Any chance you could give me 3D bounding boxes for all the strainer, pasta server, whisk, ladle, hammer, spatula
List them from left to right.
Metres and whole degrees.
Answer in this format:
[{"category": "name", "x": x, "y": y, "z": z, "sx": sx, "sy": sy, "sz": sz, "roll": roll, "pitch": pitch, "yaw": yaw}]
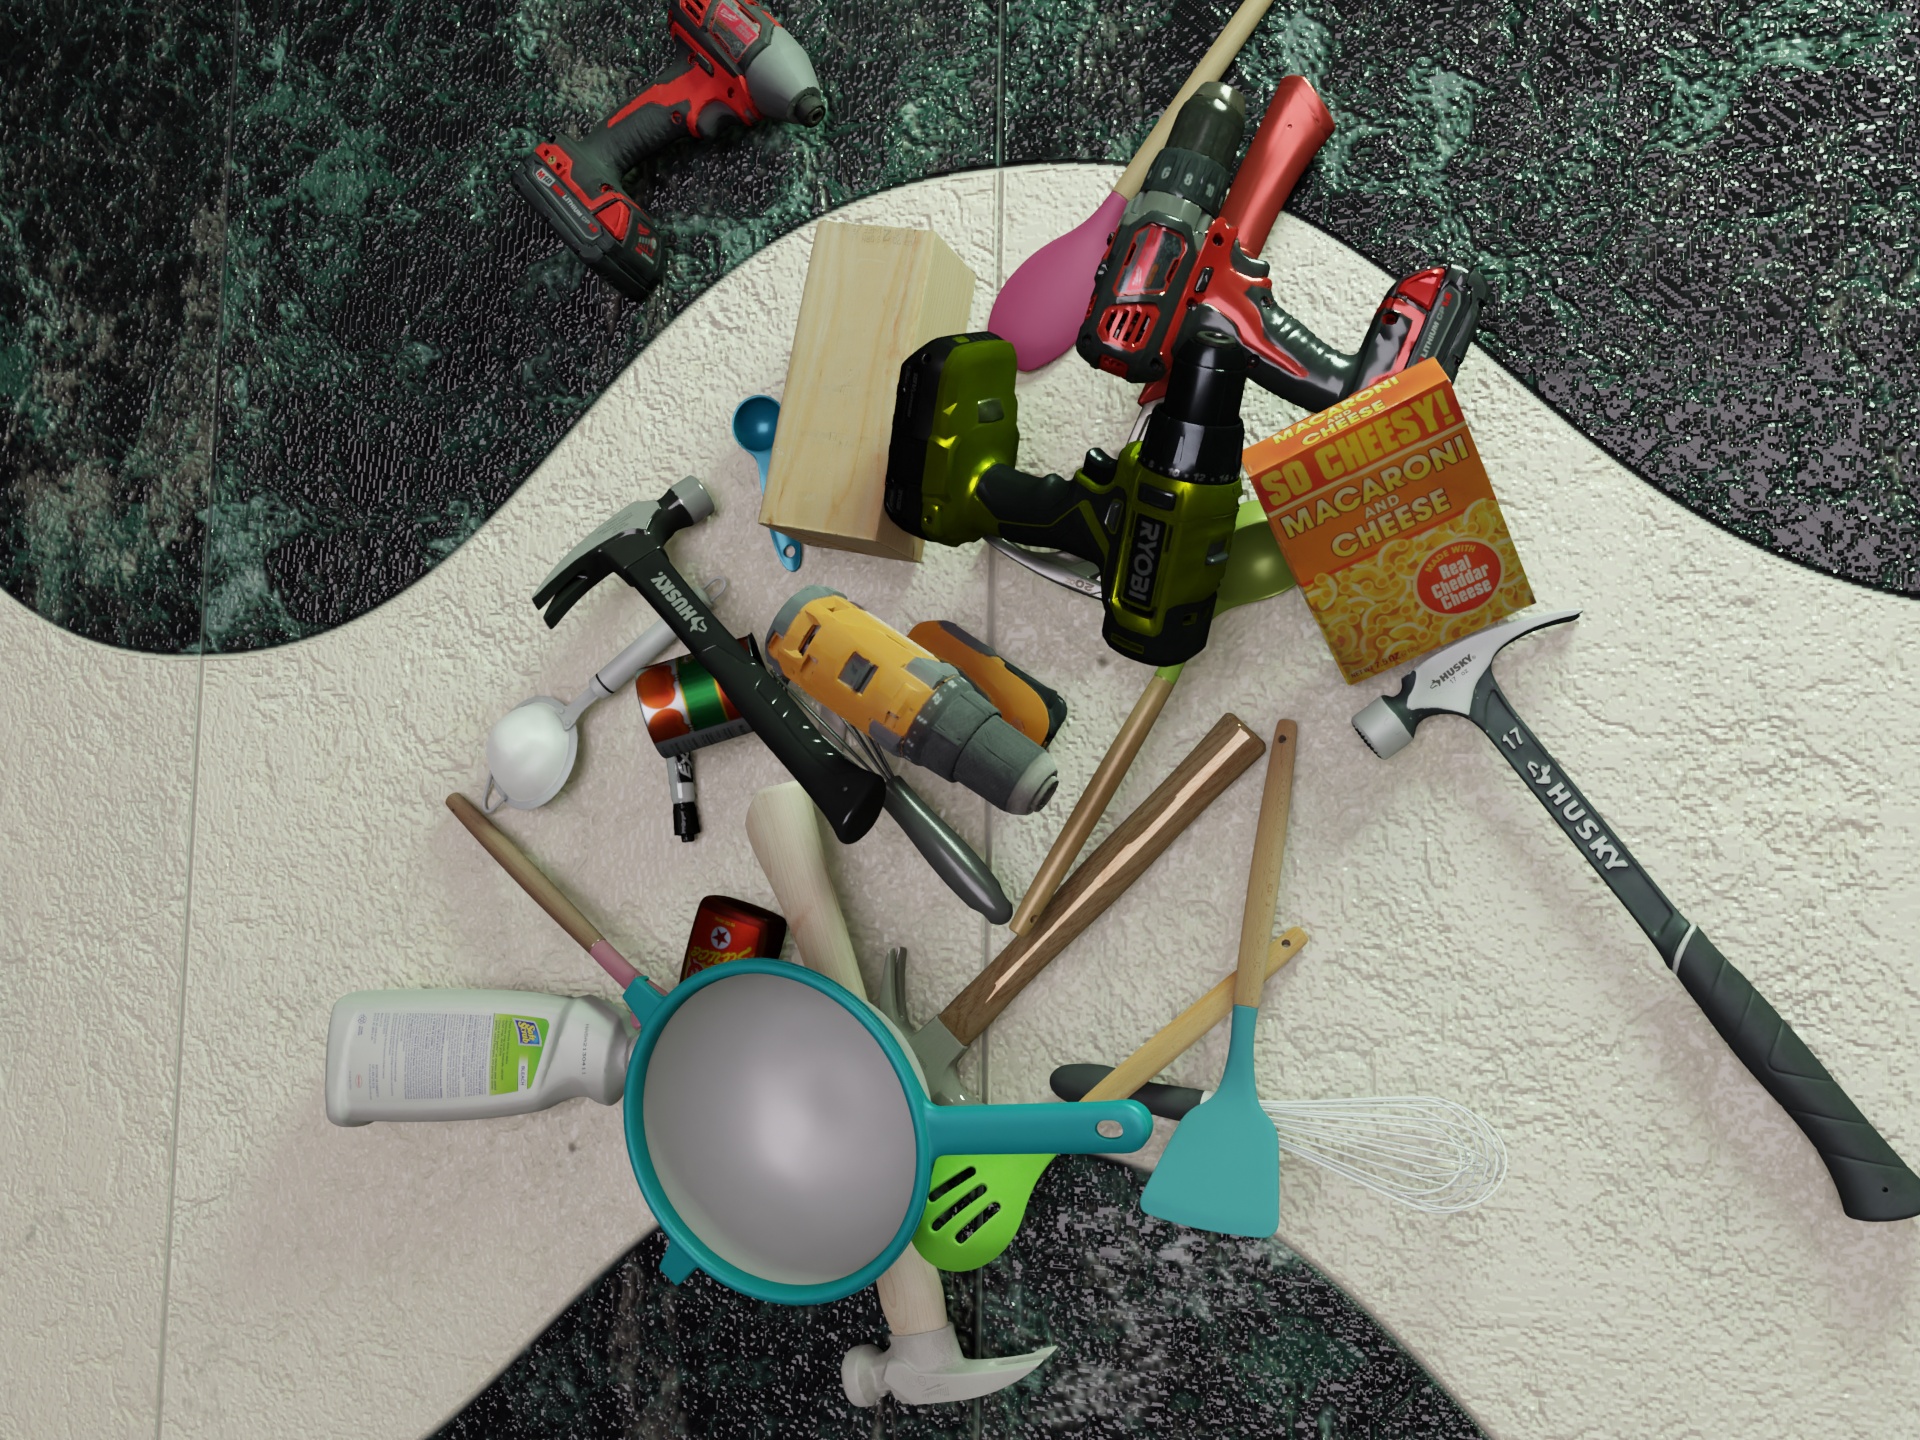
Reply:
[{"category": "pasta server", "x": -0.278, "y": 0.147, "z": 1.121, "sx": 0.316, "sy": 0.040, "sz": 0.060, "roll": 38, "pitch": 133, "yaw": 28}, {"category": "strainer", "x": -0.269, "y": -0.022, "z": 1.159, "sx": 0.258, "sy": 0.050, "sz": 0.087, "roll": -40, "pitch": 61, "yaw": 7}, {"category": "hammer", "x": -0.157, "y": -0.034, "z": 1.047, "sx": 0.146, "sy": 0.035, "sz": 0.335, "roll": -35, "pitch": 55, "yaw": -13}, {"category": "hammer", "x": -0.057, "y": 0.237, "z": 1.044, "sx": 0.146, "sy": 0.038, "sz": 0.411, "roll": -18, "pitch": 84, "yaw": 25}, {"category": "whisk", "x": -0.048, "y": 0.047, "z": 1.059, "sx": 0.055, "sy": 0.055, "sz": 0.239, "roll": -46, "pitch": 73, "yaw": 9}, {"category": "strainer", "x": -0.039, "y": 0.237, "z": 0.967, "sx": 0.340, "sy": 0.095, "sz": 0.211, "roll": -7, "pitch": 91, "yaw": 22}, {"category": "hammer", "x": 0.071, "y": 0.122, "z": 1.043, "sx": 0.130, "sy": 0.031, "sz": 0.331, "roll": 45, "pitch": 99, "yaw": 15}, {"category": "ladle", "x": 0.123, "y": 0.002, "z": 1.004, "sx": 0.062, "sy": 0.078, "sz": 0.320, "roll": 30, "pitch": 89, "yaw": 48}, {"category": "hammer", "x": 0.144, "y": -0.252, "z": 1.049, "sx": 0.149, "sy": 0.036, "sz": 0.359, "roll": 24, "pitch": 93, "yaw": 18}, {"category": "spatula", "x": 0.177, "y": 0.148, "z": 0.973, "sx": 0.082, "sy": 0.044, "sz": 0.318, "roll": 4, "pitch": 74, "yaw": 26}, {"category": "whisk", "x": 0.190, "y": 0.247, "z": 0.987, "sx": 0.285, "sy": 0.070, "sz": 0.070, "roll": 6, "pitch": 87, "yaw": 23}, {"category": "hammer", "x": 0.416, "y": 0.114, "z": 0.935, "sx": 0.149, "sy": 0.036, "sz": 0.409, "roll": -39, "pitch": 76, "yaw": 10}]

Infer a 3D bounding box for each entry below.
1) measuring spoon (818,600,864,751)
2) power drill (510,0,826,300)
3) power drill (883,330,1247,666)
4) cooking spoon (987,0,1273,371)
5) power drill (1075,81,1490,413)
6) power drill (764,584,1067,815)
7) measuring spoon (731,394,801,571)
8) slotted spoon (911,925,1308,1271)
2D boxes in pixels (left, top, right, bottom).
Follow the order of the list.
[{"category": "measuring spoon", "x": -0.088, "y": -0.023, "z": 1.111, "sx": 0.034, "sy": 0.018, "sz": 0.124, "roll": 6, "pitch": 88, "yaw": 18}, {"category": "power drill", "x": -0.205, "y": -0.422, "z": 1.154, "sx": 0.219, "sy": 0.078, "sz": 0.143, "roll": -45, "pitch": 75, "yaw": 6}, {"category": "power drill", "x": 0.068, "y": -0.158, "z": 0.962, "sx": 0.229, "sy": 0.080, "sz": 0.190, "roll": 27, "pitch": 121, "yaw": 33}, {"category": "cooking spoon", "x": 0.123, "y": -0.375, "z": 1.074, "sx": 0.069, "sy": 0.017, "sz": 0.319, "roll": 38, "pitch": 98, "yaw": 16}, {"category": "power drill", "x": 0.203, "y": -0.274, "z": 0.982, "sx": 0.226, "sy": 0.080, "sz": 0.188, "roll": 22, "pitch": 91, "yaw": 4}, {"category": "power drill", "x": -0.002, "y": -0.003, "z": 0.973, "sx": 0.185, "sy": 0.226, "sz": 0.084, "roll": 34, "pitch": 96, "yaw": 17}, {"category": "measuring spoon", "x": -0.131, "y": -0.169, "z": 1.142, "sx": 0.042, "sy": 0.021, "sz": 0.128, "roll": -13, "pitch": 91, "yaw": 15}, {"category": "slotted spoon", "x": 0.093, "y": 0.230, "z": 0.993, "sx": 0.314, "sy": 0.031, "sz": 0.070, "roll": -38, "pitch": 65, "yaw": -5}]
